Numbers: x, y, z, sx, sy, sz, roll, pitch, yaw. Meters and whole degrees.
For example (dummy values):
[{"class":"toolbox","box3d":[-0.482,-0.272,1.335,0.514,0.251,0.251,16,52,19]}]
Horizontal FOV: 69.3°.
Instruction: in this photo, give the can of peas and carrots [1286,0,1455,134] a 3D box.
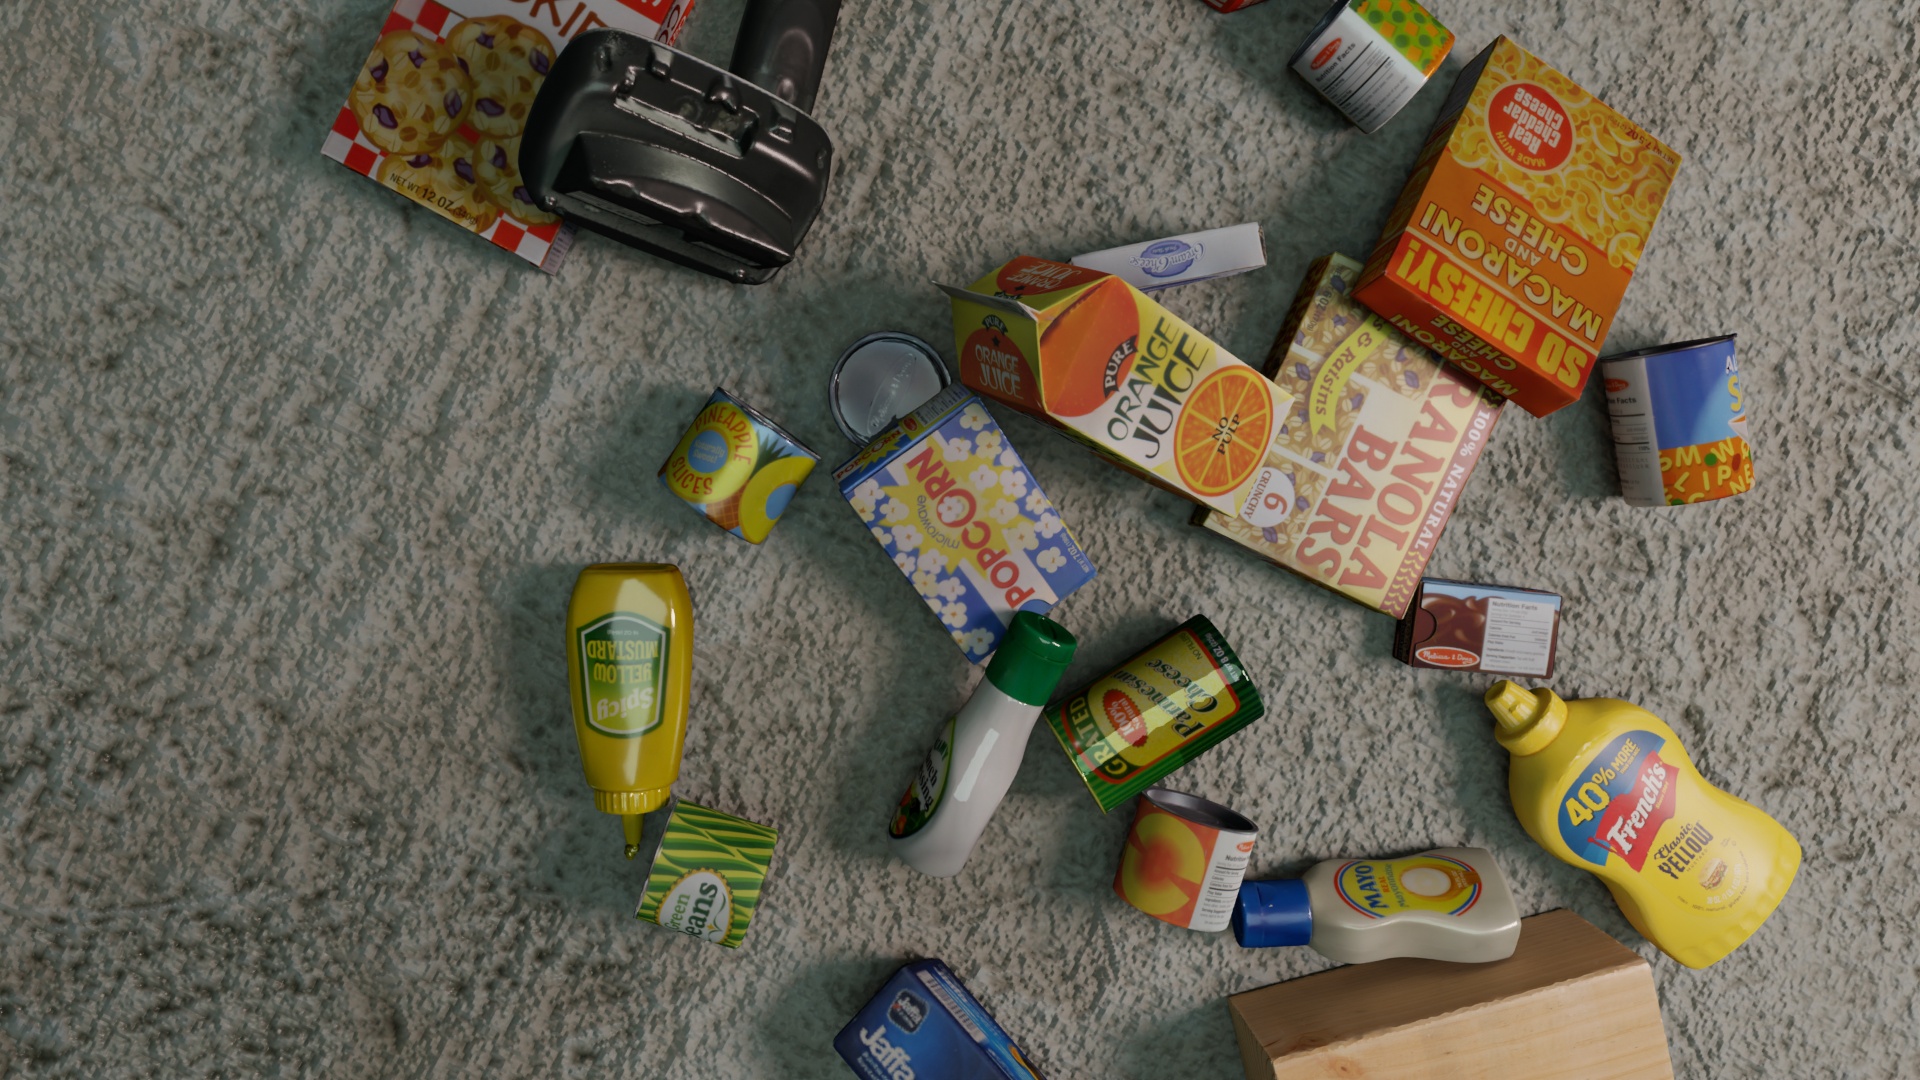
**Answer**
[{"class":"can of peas and carrots","box3d":[0.219,-0.261,0.738,0.058,0.071,0.071,39,90,-6]}]

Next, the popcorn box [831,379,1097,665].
[{"class":"popcorn box","box3d":[0.003,-0.009,0.731,0.085,0.038,0.126,-37,115,-1]}]

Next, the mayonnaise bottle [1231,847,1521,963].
[{"class":"mayonnaise bottle","box3d":[0.226,0.204,0.769,0.148,0.065,0.041,-2,125,-2]}]

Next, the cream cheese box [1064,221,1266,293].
[{"class":"cream cheese box","box3d":[0.105,-0.147,0.742,0.104,0.053,0.024,-11,97,-3]}]

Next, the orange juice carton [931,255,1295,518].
[{"class":"orange juice carton","box3d":[0.073,-0.082,0.688,0.192,0.072,0.073,24,92,-39]}]

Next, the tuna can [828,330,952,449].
[{"class":"tuna can","box3d":[-0.035,-0.077,0.746,0.071,0.033,0.071,0,94,-4]}]

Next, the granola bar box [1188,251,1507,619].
[{"class":"granola bar box","box3d":[0.218,-0.057,0.763,0.124,0.039,0.165,25,92,-6]}]

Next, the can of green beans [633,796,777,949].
[{"class":"can of green beans","box3d":[-0.135,0.177,0.738,0.058,0.071,0.071,20,92,-6]}]

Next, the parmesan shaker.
[{"class":"parmesan shaker","box3d":[0.102,0.091,0.751,0.103,0.071,0.071,-32,95,-2]}]

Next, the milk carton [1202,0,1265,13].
[{"class":"milk carton","box3d":[0.186,-0.336,0.726,0.191,0.072,0.073,-19,95,-3]}]

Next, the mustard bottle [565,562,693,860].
[{"class":"mustard bottle","box3d":[-0.174,0.093,0.738,0.065,0.049,0.160,-1,94,-2]}]

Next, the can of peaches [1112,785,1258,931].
[{"class":"can of peaches","box3d":[0.120,0.172,0.758,0.071,0.071,0.058,16,93,-5]}]

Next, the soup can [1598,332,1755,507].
[{"class":"soup can","box3d":[0.396,-0.066,0.761,0.071,0.071,0.083,-12,95,-3]}]

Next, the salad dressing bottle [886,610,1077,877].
[{"class":"salad dressing bottle","box3d":[0.012,0.107,0.736,0.044,0.064,0.147,25,104,-14]}]

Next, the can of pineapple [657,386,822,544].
[{"class":"can of pineapple","box3d":[-0.116,-0.039,0.724,0.071,0.071,0.058,35,91,-6]}]

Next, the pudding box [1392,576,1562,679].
[{"class":"pudding box","box3d":[0.289,0.048,0.779,0.084,0.030,0.049,5,94,-4]}]

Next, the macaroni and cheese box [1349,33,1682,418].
[{"class":"macaroni and cheese box","box3d":[0.296,-0.166,0.738,0.124,0.040,0.167,31,72,-5]}]

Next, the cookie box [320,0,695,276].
[{"class":"cookie box","box3d":[-0.231,-0.241,0.718,0.123,0.040,0.167,27,91,-5]}]
